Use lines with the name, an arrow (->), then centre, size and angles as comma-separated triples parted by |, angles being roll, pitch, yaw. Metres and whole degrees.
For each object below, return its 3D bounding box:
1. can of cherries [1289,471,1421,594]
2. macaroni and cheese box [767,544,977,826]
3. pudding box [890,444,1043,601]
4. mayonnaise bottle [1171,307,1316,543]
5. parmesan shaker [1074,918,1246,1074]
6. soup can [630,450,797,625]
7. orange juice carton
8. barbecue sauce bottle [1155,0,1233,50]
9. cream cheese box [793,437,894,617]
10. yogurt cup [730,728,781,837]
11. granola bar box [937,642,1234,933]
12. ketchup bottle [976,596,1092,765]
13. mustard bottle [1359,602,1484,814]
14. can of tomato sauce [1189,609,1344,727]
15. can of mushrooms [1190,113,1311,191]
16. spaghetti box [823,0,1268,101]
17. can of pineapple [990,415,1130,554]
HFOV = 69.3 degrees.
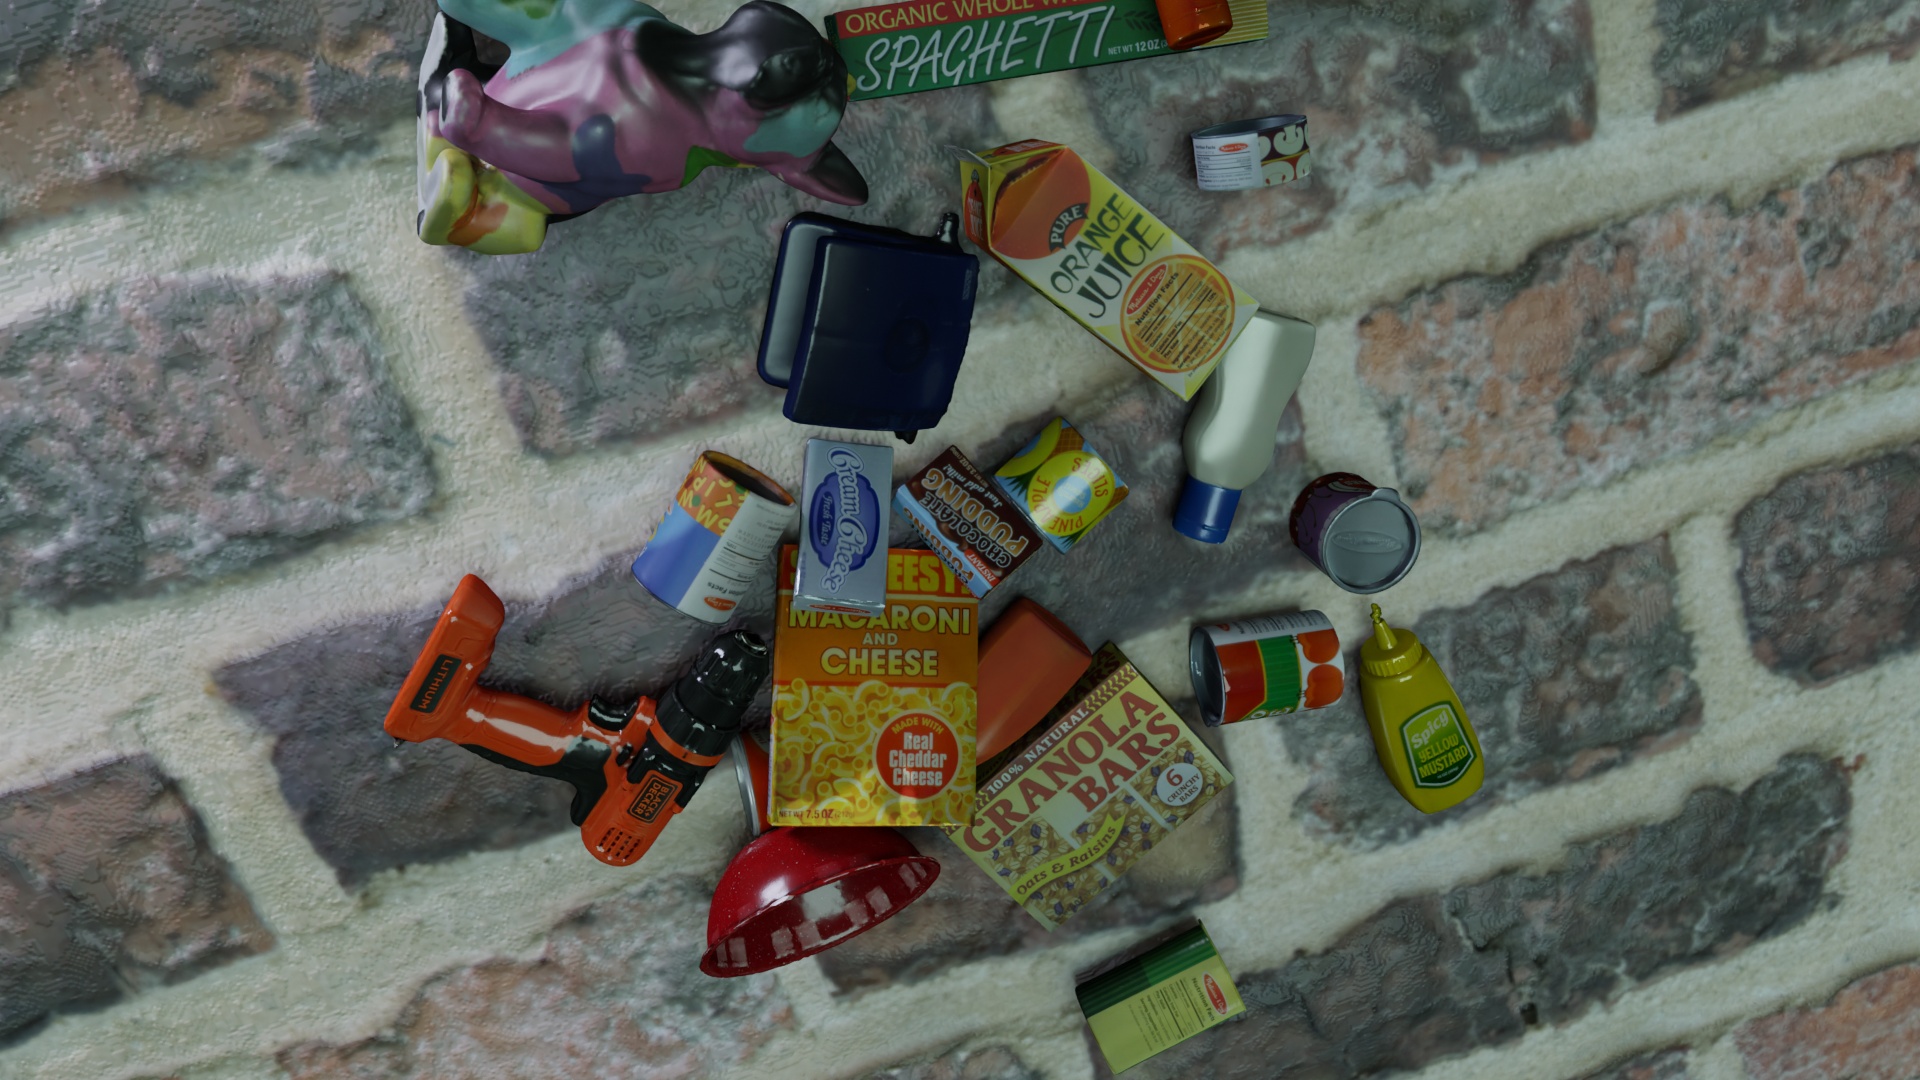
can of cherries -> 0.255, -0.008, 0.899 | 0.071, 0.058, 0.071 | -3, 108, -8
macaroni and cheese box -> -0.053, 0.089, 0.849 | 0.124, 0.040, 0.166 | 3, 81, -12
pudding box -> 0.003, -0.011, 0.842 | 0.050, 0.030, 0.084 | -40, 84, -22
mayonnaise bottle -> 0.171, -0.072, 0.872 | 0.065, 0.041, 0.147 | 12, 107, -13
parmesan shaker -> 0.139, 0.321, 0.983 | 0.103, 0.071, 0.071 | -26, 111, 0
soup can -> -0.147, -0.004, 0.824 | 0.071, 0.071, 0.083 | 30, 100, -18
orange juice carton -> 0.072, -0.169, 0.805 | 0.192, 0.072, 0.073 | 34, 99, -19
barbecue sauce bottle -> 0.109, -0.342, 0.748 | 0.065, 0.043, 0.148 | -18, 93, -7
cream cheese box -> -0.070, -0.009, 0.827 | 0.053, 0.024, 0.104 | 7, 69, -11
yogurt cup -> -0.113, 0.149, 0.881 | 0.054, 0.072, 0.072 | -12, 110, -15
granola bar box -> 0.081, 0.167, 0.934 | 0.165, 0.039, 0.124 | -41, 111, 5
ketchup bottle -> 0.016, 0.110, 0.901 | 0.064, 0.043, 0.148 | 38, 98, -18
mustard bottle -> 0.308, 0.112, 0.952 | 0.065, 0.049, 0.159 | -29, 111, -2
can of tomato sauce -> 0.201, 0.085, 0.915 | 0.083, 0.071, 0.071 | -8, 109, -8
can of mushrooms -> 0.171, -0.226, 0.808 | 0.071, 0.071, 0.033 | -13, 110, -6
spaghetti box -> 0.051, -0.290, 0.784 | 0.250, 0.029, 0.050 | -11, 109, -7
can of pineapple -> 0.062, -0.034, 0.848 | 0.058, 0.071, 0.071 | -43, 110, 5
